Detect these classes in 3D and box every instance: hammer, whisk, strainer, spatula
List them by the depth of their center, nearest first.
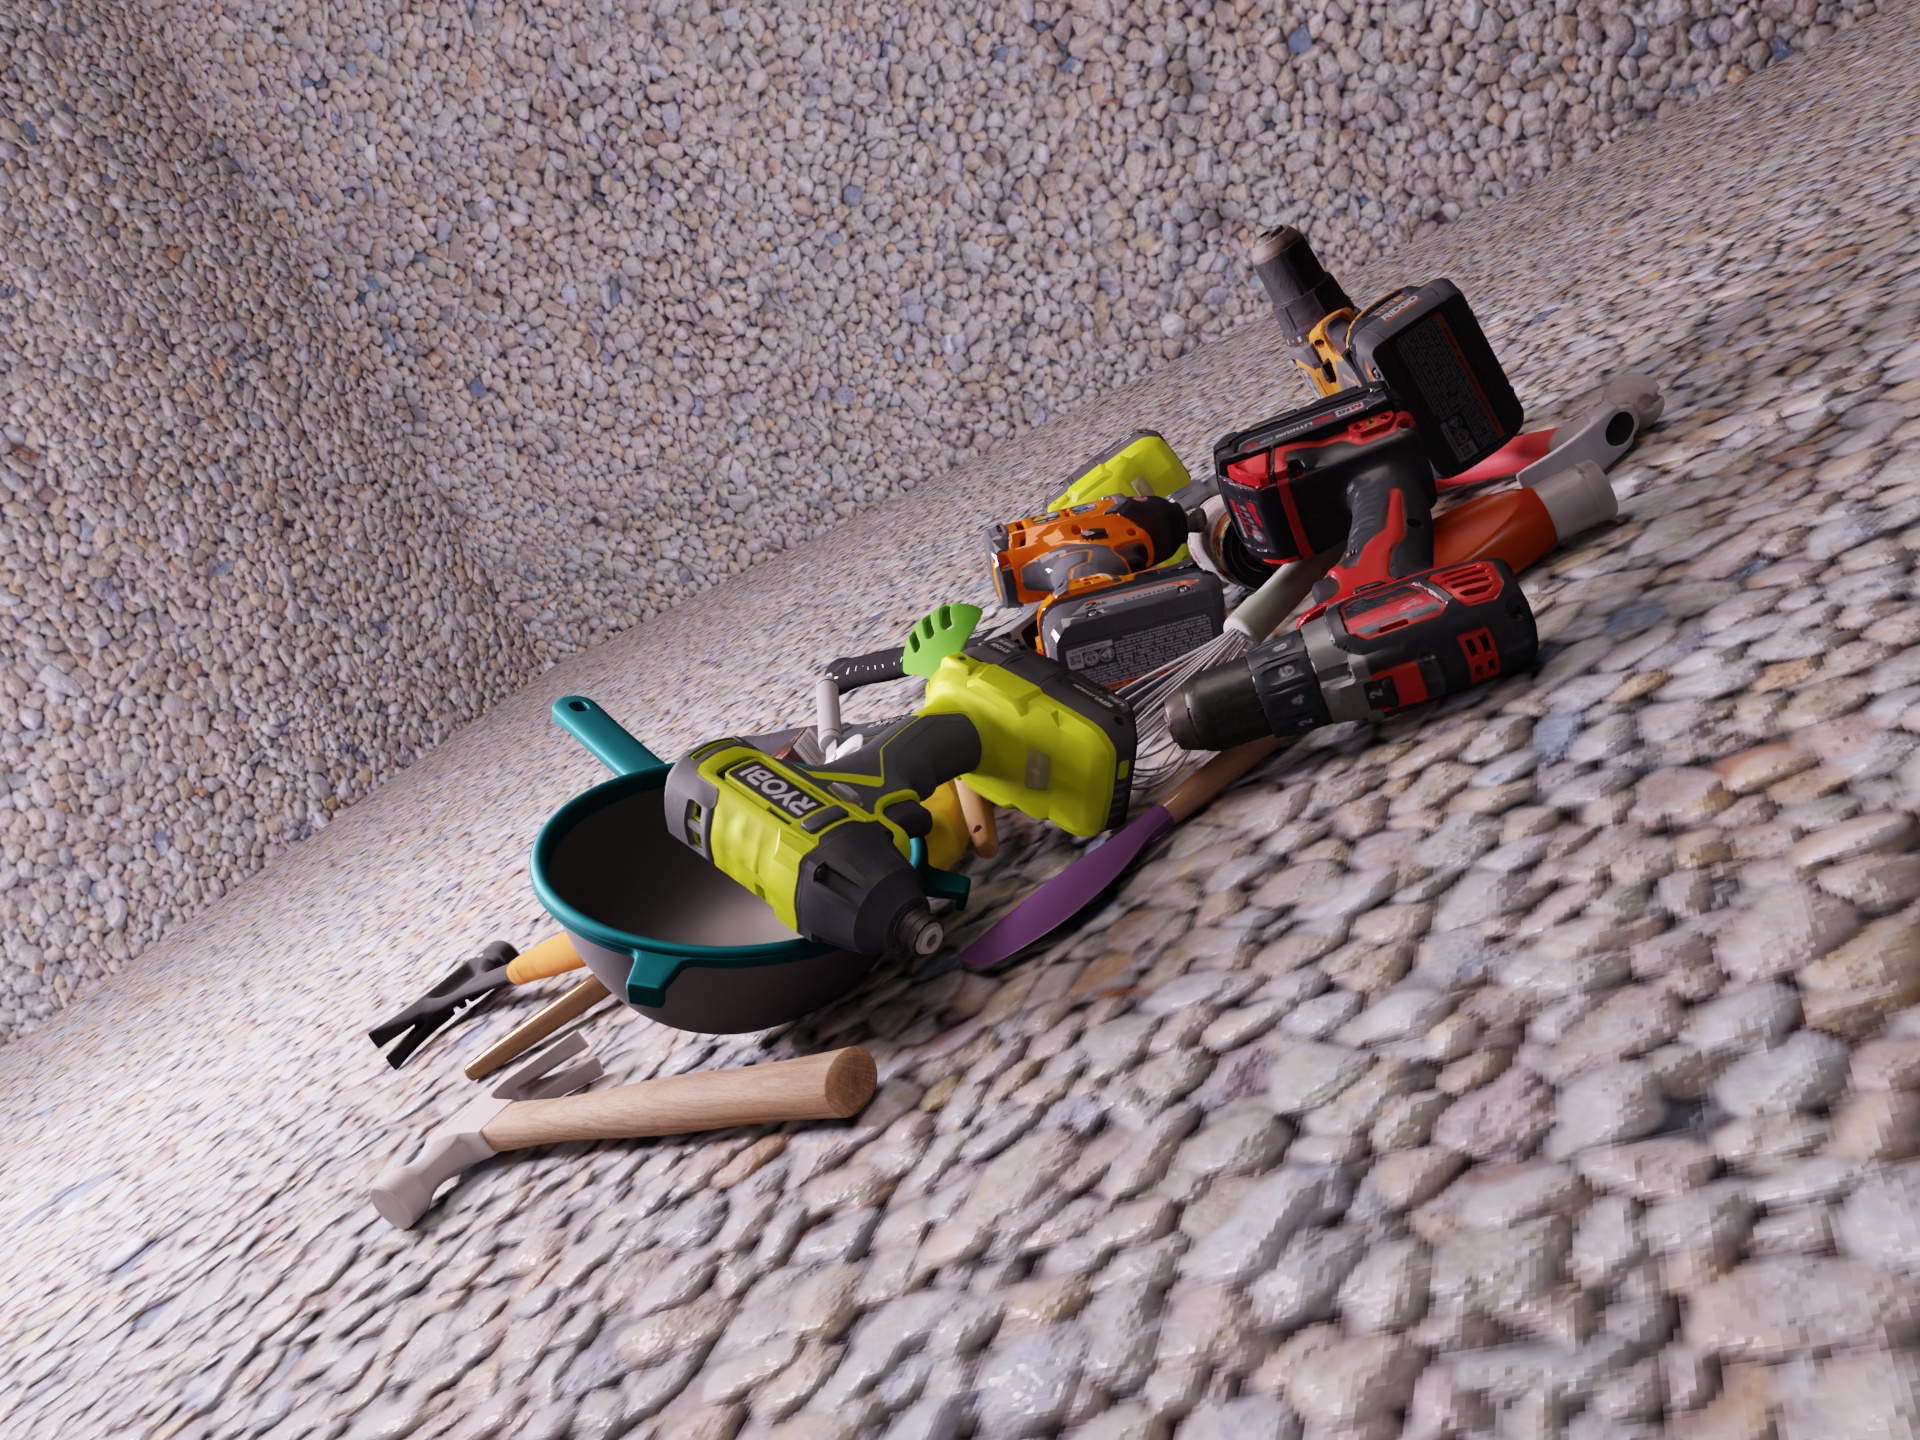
[{"bbox_3d":[-0.168,0.199,0.816,0.331,0.031,0.130,-18,18,39],"label":"hammer"},{"bbox_3d":[0.128,0.036,0.841,0.316,0.018,0.060,-35,11,-21],"label":"spatula"},{"bbox_3d":[-0.160,0.083,0.916,0.211,0.095,0.341,-14,29,-32],"label":"strainer"},{"bbox_3d":[0.161,-0.046,0.946,0.246,0.059,0.057,-44,-11,-24],"label":"whisk"},{"bbox_3d":[-0.187,0.153,1.049,0.317,0.044,0.082,-34,14,0],"label":"spatula"},{"bbox_3d":[-0.294,0.169,1.099,0.337,0.034,0.127,-25,11,46],"label":"hammer"},{"bbox_3d":[0.315,-0.169,1.179,0.143,0.038,0.386,-38,16,-27],"label":"hammer"},{"bbox_3d":[-0.097,0.020,1.221,0.087,0.050,0.259,-49,22,17],"label":"strainer"},{"bbox_3d":[-0.022,-0.056,1.313,0.146,0.035,0.335,-34,13,-28],"label":"hammer"},{"bbox_3d":[-0.092,0.007,1.367,0.149,0.036,0.409,-36,15,-32],"label":"hammer"}]

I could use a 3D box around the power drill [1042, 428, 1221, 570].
[{"bbox_3d":[0.158,-0.172,1.343,0.190,0.080,0.229,-37,21,10],"label":"power drill"}]

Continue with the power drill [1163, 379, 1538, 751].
[{"bbox_3d":[0.194,-0.078,0.872,0.188,0.080,0.227,-19,37,14],"label":"power drill"}]

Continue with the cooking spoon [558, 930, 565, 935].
[{"bbox_3d":[-0.235,0.135,1.144,0.069,0.017,0.319,-39,8,-36],"label":"cooking spoon"}]

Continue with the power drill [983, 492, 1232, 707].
[{"bbox_3d":[0.113,-0.094,1.095,0.164,0.084,0.227,-15,28,-2],"label":"power drill"}]

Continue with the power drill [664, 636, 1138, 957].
[{"bbox_3d":[-0.016,0.041,0.829,0.171,0.080,0.223,29,38,35],"label":"power drill"}]

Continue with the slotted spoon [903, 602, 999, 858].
[{"bbox_3d":[-0.002,-0.003,1.013,0.070,0.031,0.314,-36,27,12],"label":"slotted spoon"}]

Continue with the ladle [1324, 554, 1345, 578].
[{"bbox_3d":[0.243,-0.105,1.033,0.069,0.031,0.316,-1,31,13],"label":"ladle"}]

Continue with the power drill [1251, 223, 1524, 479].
[{"bbox_3d":[0.286,-0.264,1.118,0.084,0.185,0.226,-34,17,3],"label":"power drill"}]
